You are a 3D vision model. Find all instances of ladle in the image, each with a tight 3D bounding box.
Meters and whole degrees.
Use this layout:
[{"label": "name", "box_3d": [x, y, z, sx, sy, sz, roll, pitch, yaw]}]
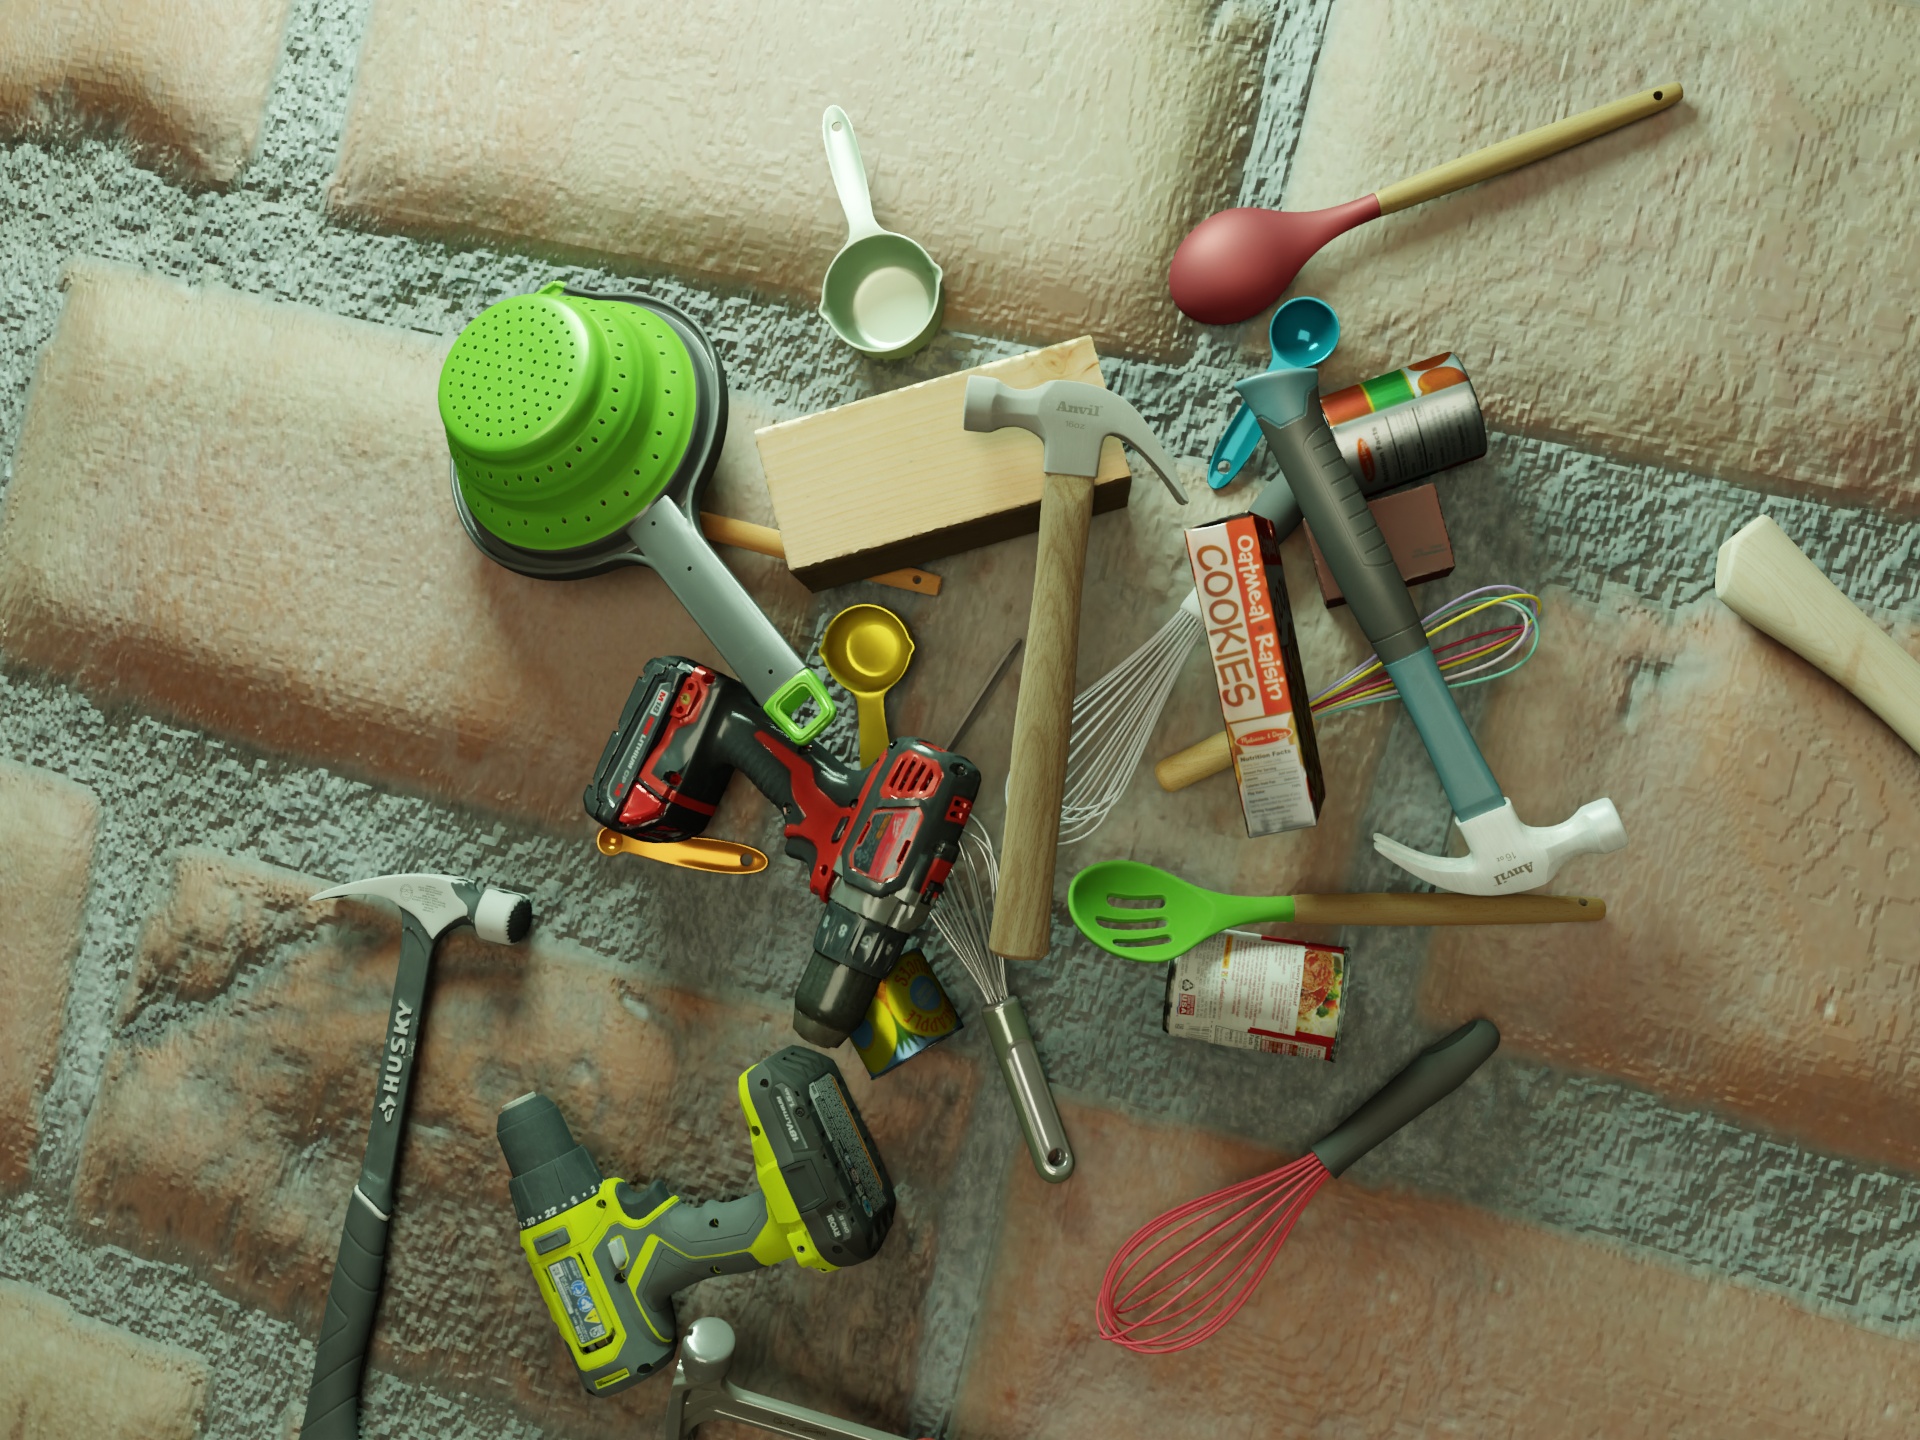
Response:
[{"label": "ladle", "box_3d": [0.277, -0.319, 0.959, 0.315, 0.031, 0.069, -19, 85, 8]}]

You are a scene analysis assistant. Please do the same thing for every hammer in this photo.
[{"label": "hammer", "box_3d": [0.585, 0.040, 0.875, 0.146, 0.038, 0.411, -41, 80, 6]}, {"label": "hammer", "box_3d": [0.247, -0.051, 0.898, 0.128, 0.033, 0.331, -26, 95, 16]}, {"label": "hammer", "box_3d": [0.053, -0.025, 0.911, 0.130, 0.031, 0.331, 6, 98, 1]}, {"label": "hammer", "box_3d": [-0.395, 0.301, 1.064, 0.149, 0.036, 0.409, 11, 90, 13]}, {"label": "hammer", "box_3d": [-0.003, 0.458, 0.960, 0.359, 0.037, 0.149, 15, 128, 4]}]

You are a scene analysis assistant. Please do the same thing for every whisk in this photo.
[{"label": "whisk", "box_3d": [0.231, -0.013, 0.949, 0.245, 0.047, 0.051, -26, 84, 14]}, {"label": "whisk", "box_3d": [0.127, -0.042, 0.965, 0.070, 0.070, 0.284, 39, 91, 10]}, {"label": "whisk", "box_3d": [0.198, 0.272, 0.934, 0.296, 0.073, 0.073, -39, 81, 2]}, {"label": "whisk", "box_3d": [0.022, 0.167, 0.981, 0.058, 0.059, 0.246, -19, 88, -18]}]

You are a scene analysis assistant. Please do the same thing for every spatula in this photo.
[{"label": "spatula", "box_3d": [-0.166, -0.128, 1.043, 0.322, 0.041, 0.081, 15, 90, 8]}]

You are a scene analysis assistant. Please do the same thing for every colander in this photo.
[{"label": "colander", "box_3d": [-0.208, -0.141, 0.964, 0.204, 0.094, 0.397, -42, 66, 3]}]

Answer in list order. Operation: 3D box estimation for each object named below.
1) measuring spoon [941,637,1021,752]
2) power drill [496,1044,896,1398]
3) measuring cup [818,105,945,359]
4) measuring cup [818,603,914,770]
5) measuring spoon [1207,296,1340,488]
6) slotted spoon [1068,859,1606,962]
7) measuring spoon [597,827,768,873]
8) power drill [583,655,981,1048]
[{"label": "measuring spoon", "box_3d": [-0.002, -0.003, 1.001, 0.018, 0.034, 0.124, 34, 89, 16]}, {"label": "power drill", "box_3d": [-0.175, 0.295, 1.000, 0.228, 0.080, 0.190, -26, 84, 12]}, {"label": "measuring cup", "box_3d": [-0.058, -0.311, 1.021, 0.083, 0.038, 0.168, -16, 83, 10]}, {"label": "measuring cup", "box_3d": [-0.053, 0.002, 1.017, 0.062, 0.029, 0.156, -3, 99, 11]}, {"label": "measuring spoon", "box_3d": [0.189, -0.199, 0.979, 0.042, 0.021, 0.128, 33, 103, 10]}, {"label": "slotted spoon", "box_3d": [0.218, 0.111, 0.921, 0.313, 0.031, 0.070, 0, 48, -2]}, {"label": "measuring spoon", "box_3d": [-0.182, 0.085, 1.044, 0.117, 0.011, 0.021, 7, 89, 8]}, {"label": "power drill", "box_3d": [-0.115, 0.074, 0.965, 0.227, 0.080, 0.188, 23, 86, 24]}]
